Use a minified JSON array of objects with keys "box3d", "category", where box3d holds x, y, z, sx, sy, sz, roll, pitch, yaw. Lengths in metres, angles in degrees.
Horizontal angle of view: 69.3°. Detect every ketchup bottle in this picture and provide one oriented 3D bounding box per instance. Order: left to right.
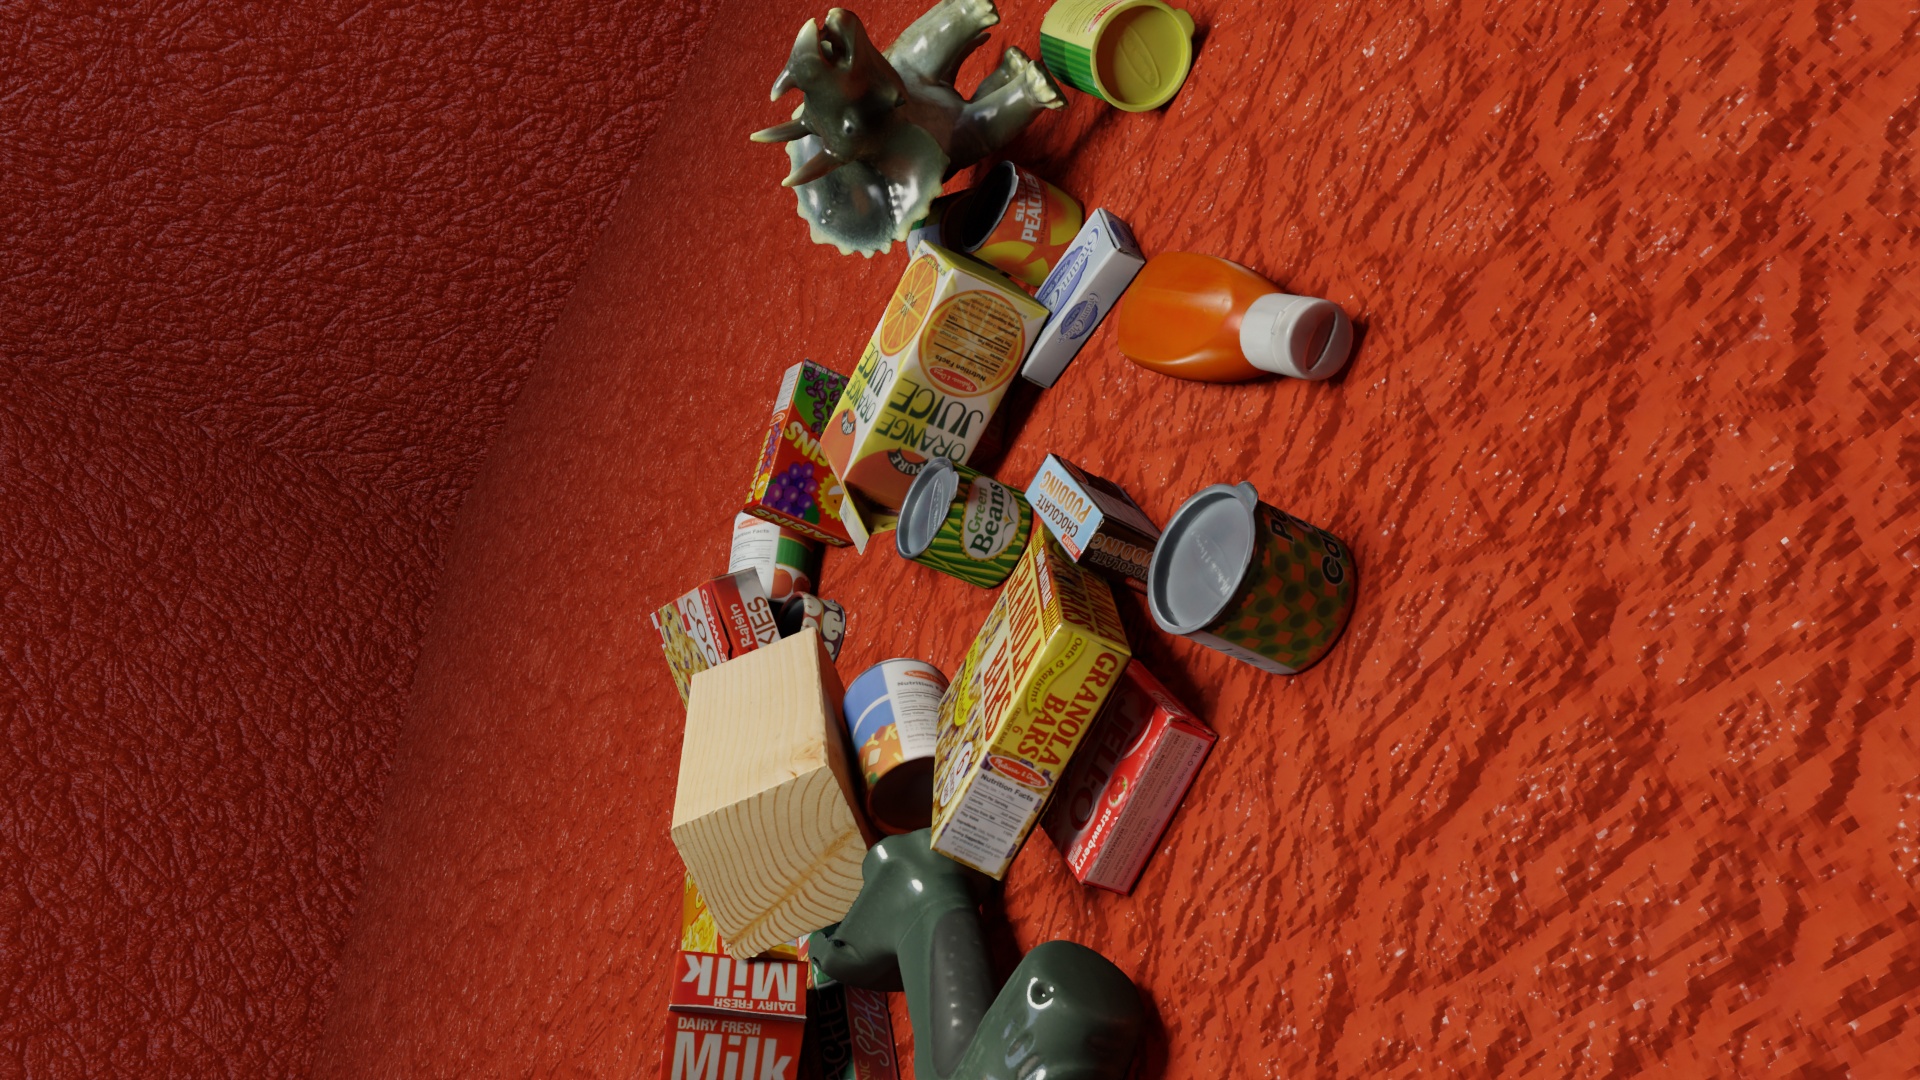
[{"box3d":[0.132,-0.106,0.680,0.064,0.043,0.149,-67,25,5],"category":"ketchup bottle"}]

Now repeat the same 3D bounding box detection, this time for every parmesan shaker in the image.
[{"box3d":[0.100,-0.318,0.892,0.071,0.071,0.103,-61,25,15],"category":"parmesan shaker"}]

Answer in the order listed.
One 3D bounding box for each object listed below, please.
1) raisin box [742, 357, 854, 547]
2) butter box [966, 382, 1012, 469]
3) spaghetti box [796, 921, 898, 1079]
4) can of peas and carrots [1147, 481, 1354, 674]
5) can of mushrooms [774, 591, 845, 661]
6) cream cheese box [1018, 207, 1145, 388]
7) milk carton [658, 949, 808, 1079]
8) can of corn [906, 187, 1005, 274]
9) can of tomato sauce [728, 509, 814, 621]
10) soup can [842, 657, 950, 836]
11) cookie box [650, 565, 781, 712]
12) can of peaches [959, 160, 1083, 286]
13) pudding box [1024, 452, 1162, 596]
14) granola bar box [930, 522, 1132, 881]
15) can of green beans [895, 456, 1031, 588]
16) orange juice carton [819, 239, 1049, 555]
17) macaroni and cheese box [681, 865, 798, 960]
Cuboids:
[{"box3d":[-0.108,-0.066,1.074,0.040,0.086,0.123,-14,57,58],"category":"raisin box"},{"box3d":[0.011,-0.099,0.935,0.053,0.024,0.104,-29,45,52],"category":"butter box"},{"box3d":[-0.071,0.251,0.809,0.050,0.028,0.251,-56,28,25],"category":"spaghetti box"},{"box3d":[0.123,0.015,0.582,0.070,0.059,0.071,-43,34,41],"category":"can of peas and carrots"},{"box3d":[-0.116,0.071,1.041,0.070,0.033,0.071,-45,34,42],"category":"can of mushrooms"},{"box3d":[0.070,-0.150,0.860,0.103,0.024,0.053,-52,30,30],"category":"cream cheese box"},{"box3d":[-0.128,0.278,0.774,0.189,0.072,0.074,111,164,-60],"category":"milk carton"},{"box3d":[0.004,-0.220,1.002,0.058,0.071,0.071,12,81,64],"category":"can of corn"},{"box3d":[-0.149,0.024,1.104,0.071,0.071,0.083,-36,43,49],"category":"can of tomato sauce"},{"box3d":[-0.030,0.120,0.791,0.071,0.071,0.084,-57,27,22],"category":"soup can"},{"box3d":[-0.176,0.095,1.045,0.167,0.040,0.123,-24,86,61],"category":"cookie box"},{"box3d":[0.042,-0.211,0.926,0.071,0.058,0.071,-44,34,40],"category":"can of peaches"},{"box3d":[0.071,-0.010,0.715,0.030,0.049,0.084,-59,27,15],"category":"pudding box"},{"box3d":[0.031,0.072,0.683,0.124,0.039,0.166,-61,7,14],"category":"granola bar box"},{"box3d":[0.002,-0.010,0.842,0.071,0.058,0.071,-44,34,41],"category":"can of green beans"},{"box3d":[-0.029,-0.085,0.886,0.192,0.073,0.072,-61,27,15],"category":"orange juice carton"},{"box3d":[-0.149,0.245,0.957,0.123,0.040,0.167,-52,30,29],"category":"macaroni and cheese box"}]
